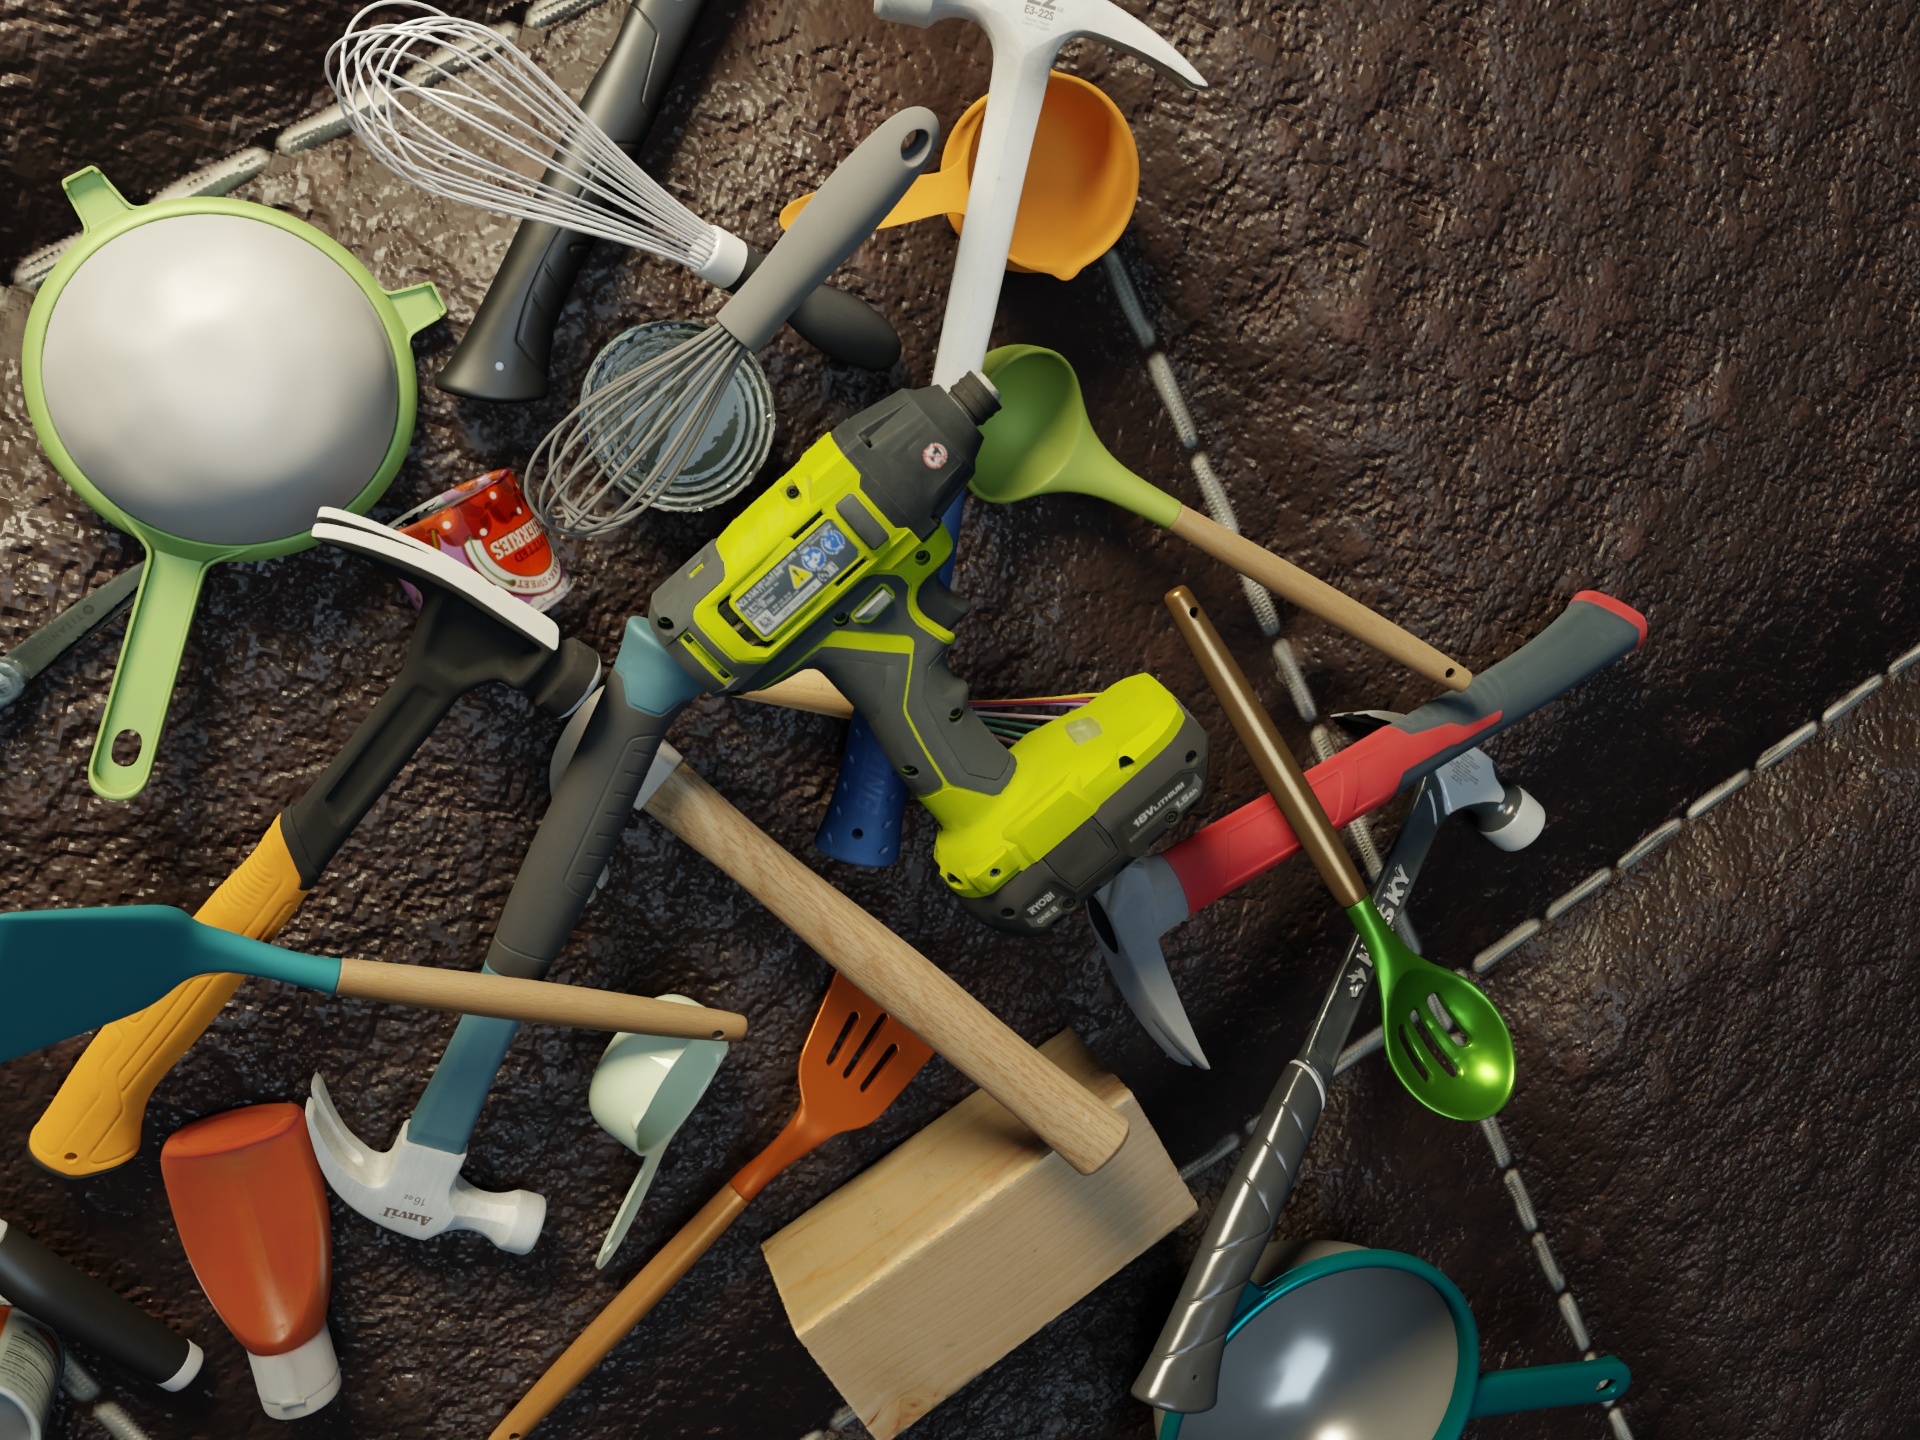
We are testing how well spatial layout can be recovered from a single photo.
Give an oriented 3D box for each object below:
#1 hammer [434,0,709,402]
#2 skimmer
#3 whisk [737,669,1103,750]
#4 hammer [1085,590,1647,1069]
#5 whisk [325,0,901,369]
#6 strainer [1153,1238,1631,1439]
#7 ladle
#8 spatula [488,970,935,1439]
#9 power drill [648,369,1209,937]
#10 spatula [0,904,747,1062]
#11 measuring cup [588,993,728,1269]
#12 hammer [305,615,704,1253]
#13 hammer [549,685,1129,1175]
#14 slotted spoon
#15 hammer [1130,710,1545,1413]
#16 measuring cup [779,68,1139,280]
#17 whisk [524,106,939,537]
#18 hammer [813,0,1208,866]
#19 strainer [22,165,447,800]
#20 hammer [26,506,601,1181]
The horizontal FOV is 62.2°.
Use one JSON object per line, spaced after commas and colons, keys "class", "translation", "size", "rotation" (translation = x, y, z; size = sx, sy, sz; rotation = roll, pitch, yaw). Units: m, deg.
{"class": "hammer", "translation": [-0.142, -0.289, 0.688], "size": [0.146, 0.035, 0.335], "rotation": [26, 93, -25]}
{"class": "skimmer", "translation": [-0.467, 0.174, 0.686], "size": [0.127, 0.090, 0.362], "rotation": [-37, 123, -3]}
{"class": "whisk", "translation": [-0.001, -0.005, 0.808], "size": [0.245, 0.051, 0.047], "rotation": [11, 111, -17]}
{"class": "hammer", "translation": [0.236, 0.037, 0.858], "size": [0.386, 0.038, 0.143], "rotation": [-26, 95, -23]}
{"class": "whisk", "translation": [-0.127, -0.209, 0.668], "size": [0.284, 0.070, 0.070], "rotation": [19, 97, -44]}
{"class": "strainer", "translation": [0.253, 0.392, 0.973], "size": [0.340, 0.095, 0.211], "rotation": [5, 104, -24]}
{"class": "ladle", "translation": [0.133, -0.088, 0.799], "size": [0.320, 0.062, 0.078], "rotation": [27, 99, -13]}
{"class": "spatula", "translation": [-0.133, 0.260, 0.836], "size": [0.322, 0.041, 0.081], "rotation": [-46, 113, 0]}
{"class": "power drill", "translation": [0.001, -0.027, 0.694], "size": [0.171, 0.080, 0.223], "rotation": [-41, 112, 6]}
{"class": "spatula", "translation": [-0.241, 0.122, 0.682], "size": [0.317, 0.044, 0.082], "rotation": [12, 120, -25]}
{"class": "measuring cup", "translation": [-0.167, 0.208, 0.798], "size": [0.038, 0.083, 0.167], "rotation": [31, 114, 13]}
{"class": "hammer", "translation": [-0.199, 0.103, 0.734], "size": [0.128, 0.033, 0.331], "rotation": [22, 107, -22]}
{"class": "hammer", "translation": [-0.055, 0.105, 0.758], "size": [0.331, 0.031, 0.130], "rotation": [40, 109, -5]}
{"class": "slotted spoon", "translation": [0.187, 0.067, 0.801], "size": [0.070, 0.031, 0.313], "rotation": [-35, 98, -22]}
{"class": "hammer", "translation": [0.194, 0.178, 0.866], "size": [0.149, 0.036, 0.409], "rotation": [37, 70, -20]}
{"class": "measuring cup", "translation": [-0.005, -0.246, 0.741], "size": [0.173, 0.052, 0.095], "rotation": [-15, 108, -14]}
{"class": "whisk", "translation": [-0.096, -0.166, 0.668], "size": [0.239, 0.055, 0.055], "rotation": [-45, 114, 9]}
{"class": "hammer", "translation": [-0.003, -0.123, 0.722], "size": [0.144, 0.035, 0.405], "rotation": [11, 107, -5]}
{"class": "strainer", "translation": [-0.312, -0.087, 0.644], "size": [0.151, 0.069, 0.256], "rotation": [16, 91, -23]}
{"class": "hammer", "translation": [-0.303, 0.068, 0.678], "size": [0.127, 0.034, 0.337], "rotation": [34, 103, -29]}
